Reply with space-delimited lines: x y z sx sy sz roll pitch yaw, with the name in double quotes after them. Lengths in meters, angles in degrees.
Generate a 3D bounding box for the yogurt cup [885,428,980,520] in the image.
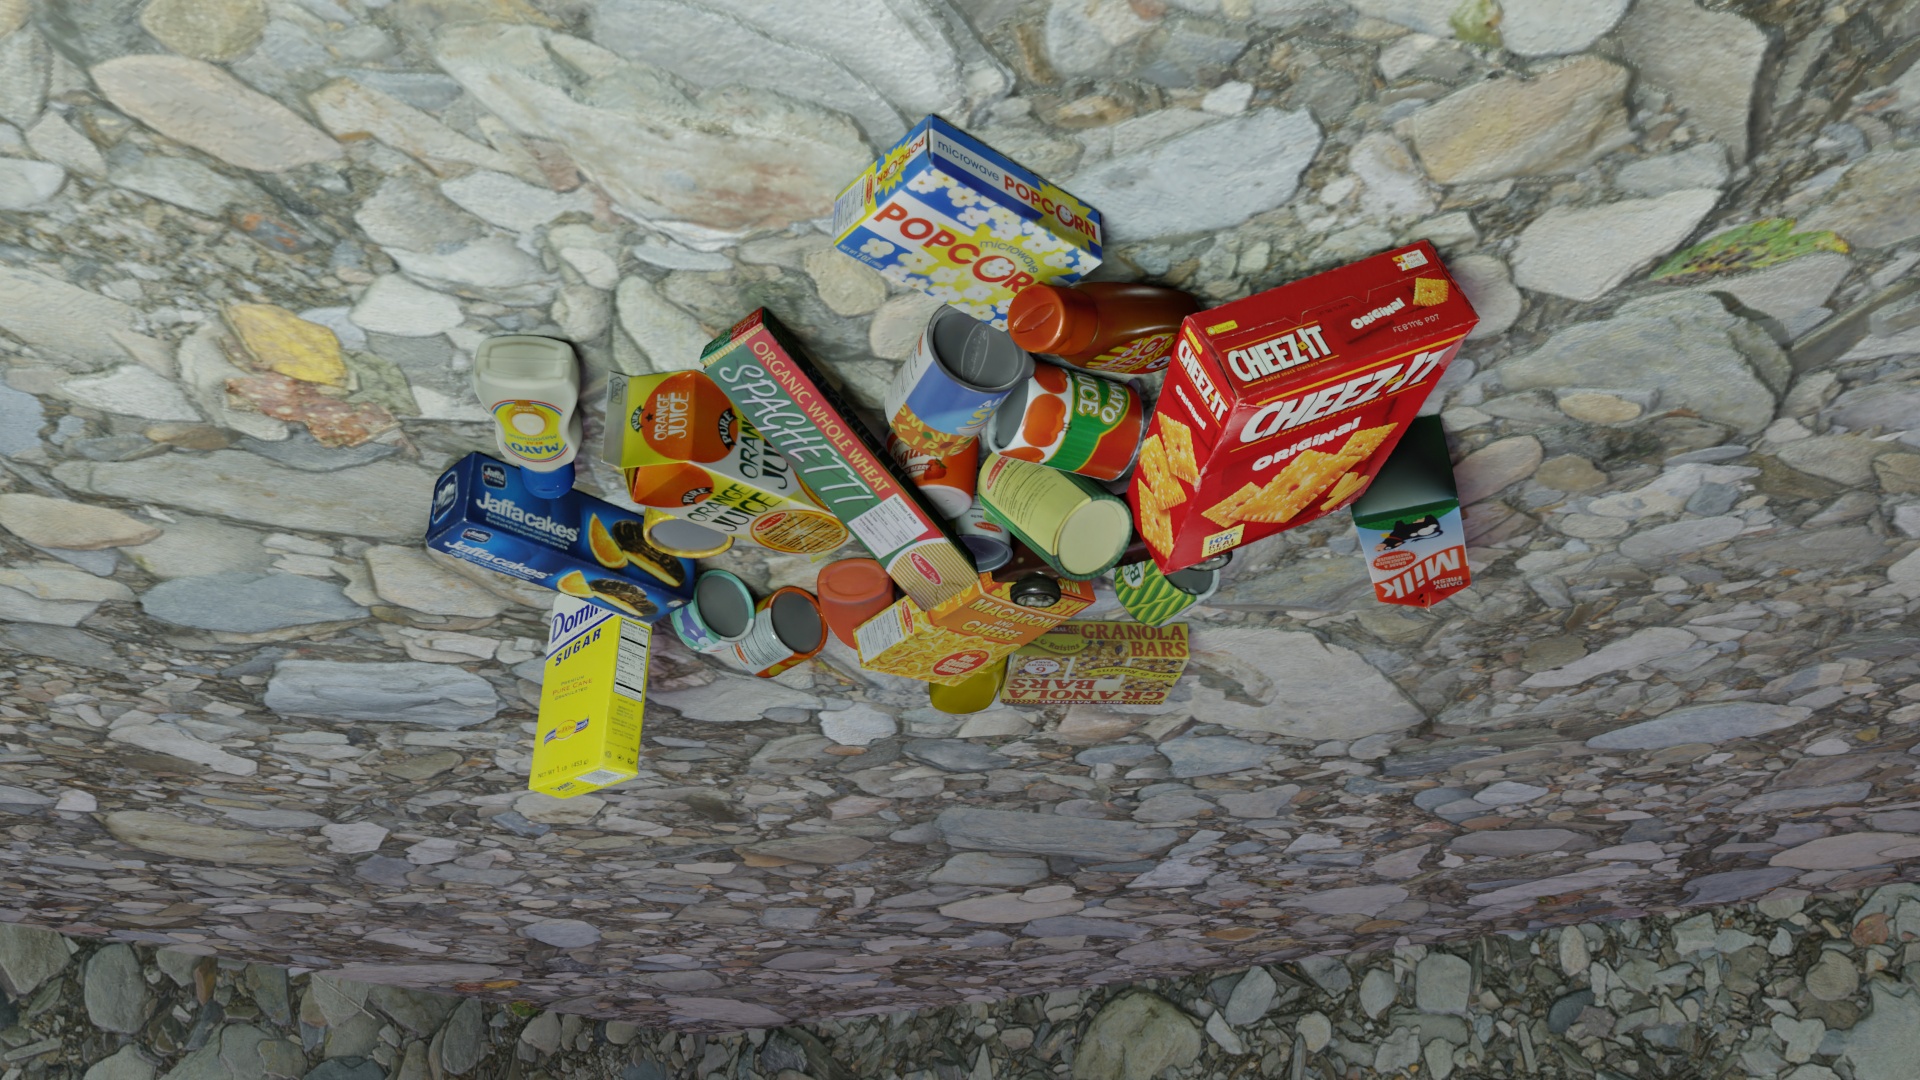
-0.019 -0.049 0.980 0.072 0.054 0.072 -1 153 -1 "yogurt cup"

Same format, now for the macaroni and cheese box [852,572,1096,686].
0.012 0.065 1.166 0.166 0.040 0.124 -33 149 29 "macaroni and cheese box"

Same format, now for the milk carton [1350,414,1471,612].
0.339 -0.012 1.049 0.073 0.072 0.190 -12 151 18 "milk carton"

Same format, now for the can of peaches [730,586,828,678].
-0.156 0.078 1.208 0.071 0.071 0.058 22 144 -37 "can of peaches"

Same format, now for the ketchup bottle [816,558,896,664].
-0.086 0.066 1.208 0.065 0.044 0.148 -5 153 -1 "ketchup bottle"

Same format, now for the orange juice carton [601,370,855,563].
-0.156 -0.053 0.946 0.192 0.072 0.072 21 145 -37 "orange juice carton"

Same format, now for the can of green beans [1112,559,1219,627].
0.167 0.029 1.127 0.071 0.071 0.057 12 149 -24 "can of green beans"

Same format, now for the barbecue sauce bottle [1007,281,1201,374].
0.081 -0.123 0.794 0.064 0.044 0.149 -27 168 33 "barbecue sauce bottle"

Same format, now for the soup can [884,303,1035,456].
-0.002 -0.098 0.870 0.071 0.071 0.083 9 151 -19 "soup can"

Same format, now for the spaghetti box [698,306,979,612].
-0.073 -0.047 0.911 0.050 0.029 0.249 -31 124 13 "spaghetti box"

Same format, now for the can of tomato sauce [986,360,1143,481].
0.069 -0.081 0.911 0.083 0.071 0.071 12 150 -22 "can of tomato sauce"

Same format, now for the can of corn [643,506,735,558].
-0.196 -0.026 1.010 0.071 0.058 0.071 -1 152 0 "can of corn"

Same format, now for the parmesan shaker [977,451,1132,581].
0.064 -0.020 0.963 0.071 0.103 0.071 -15 123 -24 "parmesan shaker"

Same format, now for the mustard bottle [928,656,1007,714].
0.013 0.116 1.304 0.065 0.049 0.159 6 151 -13 "mustard bottle"

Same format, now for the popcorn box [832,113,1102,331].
0.005 -0.171 0.763 0.127 0.038 0.085 20 145 -36 "popcorn box"

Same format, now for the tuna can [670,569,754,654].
-0.208 0.057 1.165 0.032 0.071 0.071 -26 143 37 "tuna can"

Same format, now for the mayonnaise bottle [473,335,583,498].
-0.281 -0.078 0.922 0.065 0.041 0.147 1 152 -9 "mayonnaise bottle"

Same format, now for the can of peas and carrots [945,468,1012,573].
0.004 -0.013 1.044 0.071 0.059 0.070 -1 153 0 "can of peas and carrots"

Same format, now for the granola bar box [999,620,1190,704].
0.124 0.119 1.325 0.166 0.039 0.123 1 153 -5 "granola bar box"
